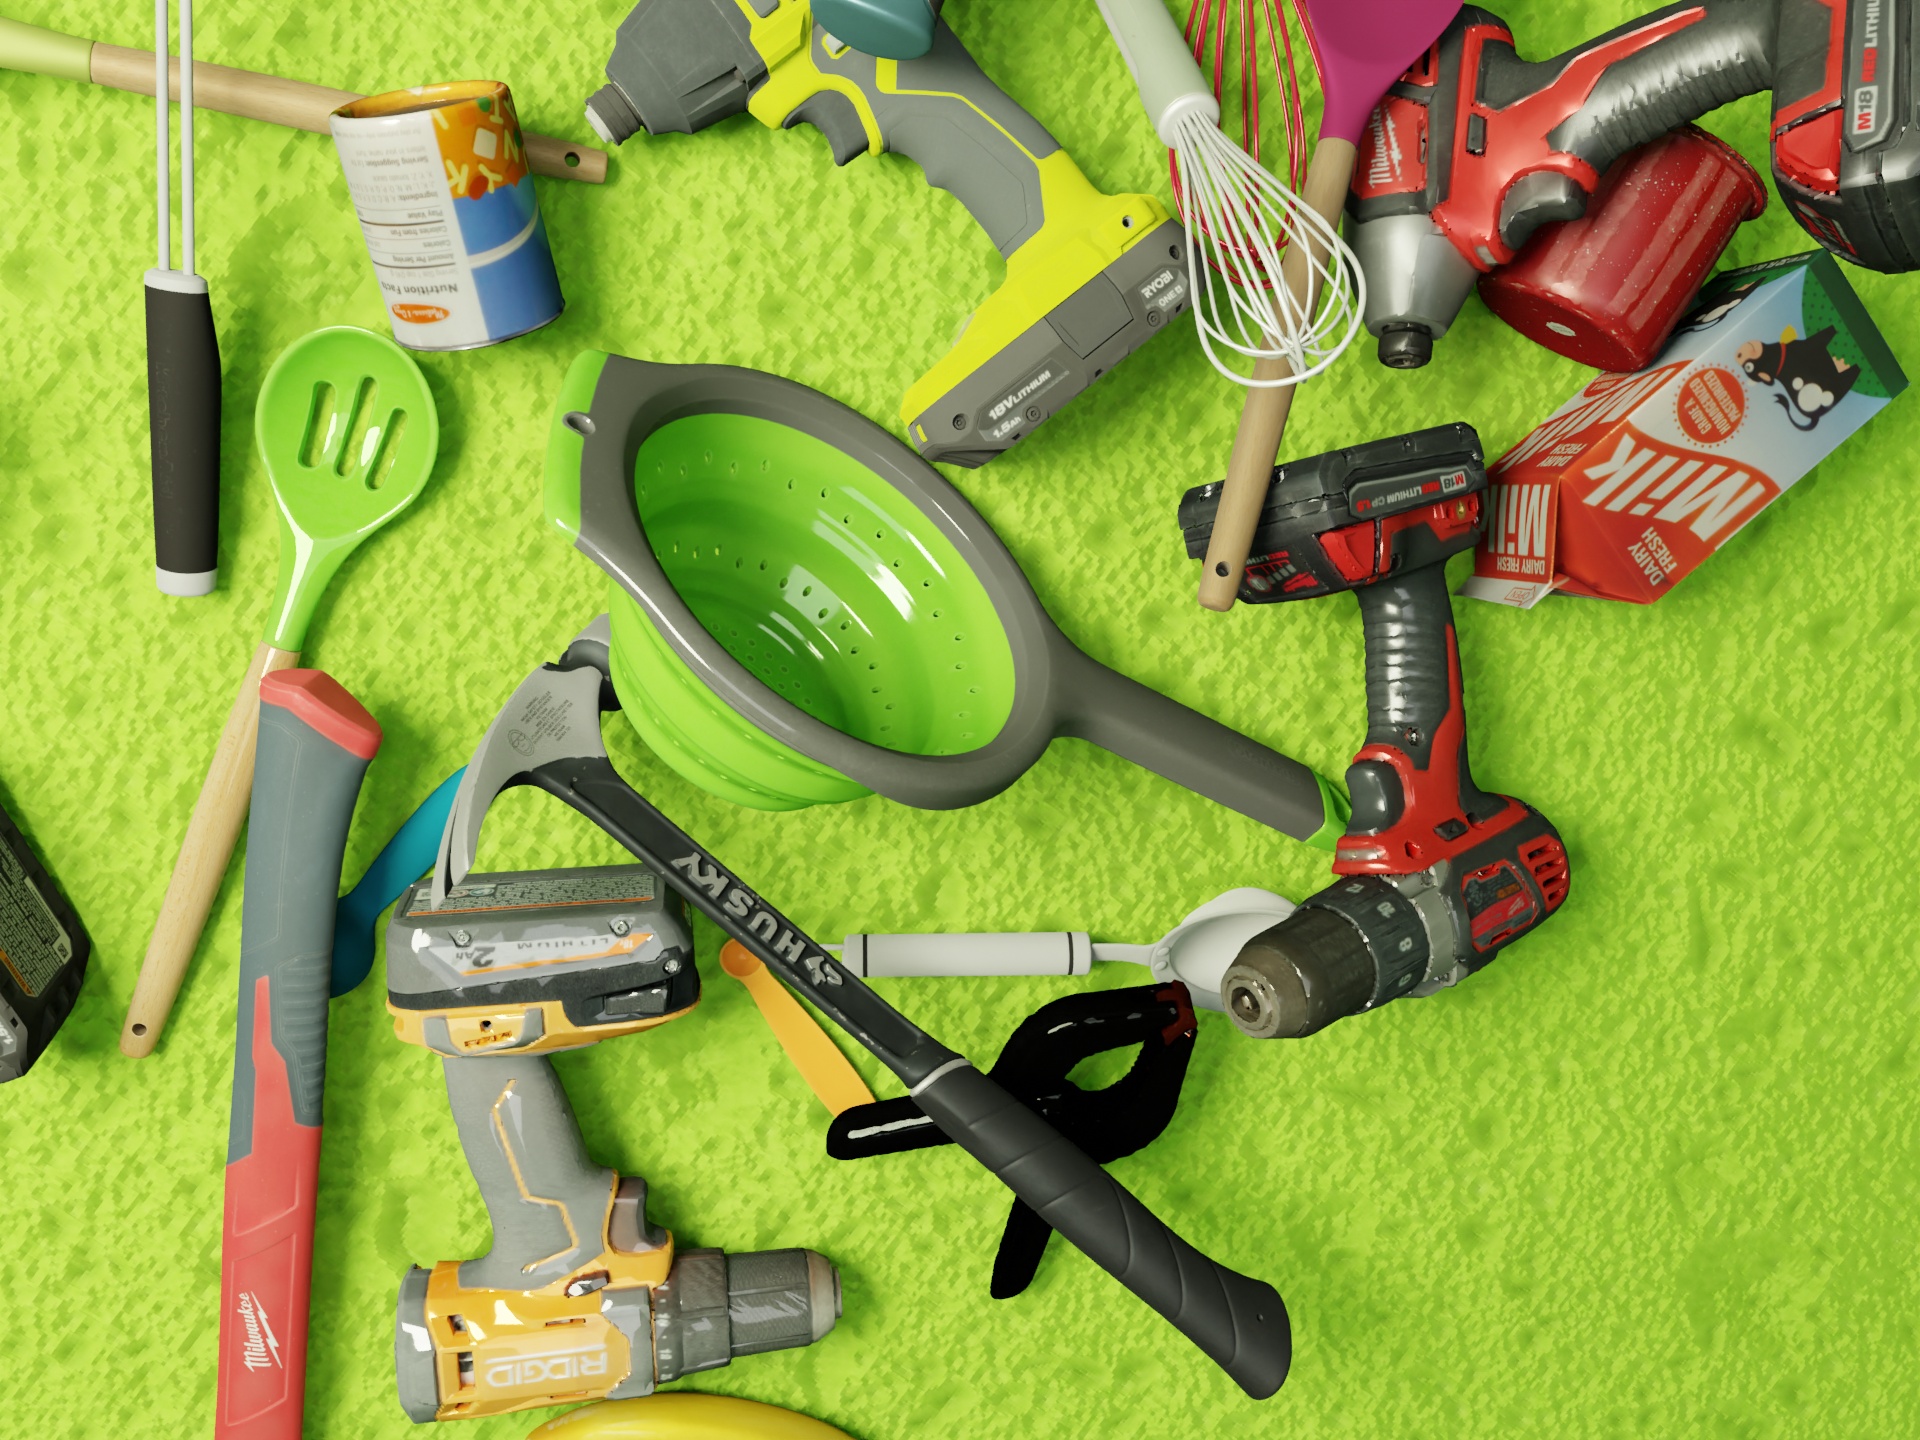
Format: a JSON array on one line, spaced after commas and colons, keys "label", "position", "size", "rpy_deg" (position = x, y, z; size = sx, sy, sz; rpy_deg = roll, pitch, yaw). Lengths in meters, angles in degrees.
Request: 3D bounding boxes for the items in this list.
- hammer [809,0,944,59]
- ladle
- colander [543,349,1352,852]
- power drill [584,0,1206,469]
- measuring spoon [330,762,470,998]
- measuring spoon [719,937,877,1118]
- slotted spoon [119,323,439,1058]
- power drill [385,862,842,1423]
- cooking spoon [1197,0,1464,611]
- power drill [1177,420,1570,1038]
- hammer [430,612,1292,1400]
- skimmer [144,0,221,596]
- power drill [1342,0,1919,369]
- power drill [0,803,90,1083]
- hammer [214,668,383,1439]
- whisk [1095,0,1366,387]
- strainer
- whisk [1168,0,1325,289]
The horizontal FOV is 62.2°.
[{"label": "hammer", "position": [0.055, -0.375, 0.594], "size": [0.128, 0.033, 0.331], "rpy_deg": [36, 79, -7]}, {"label": "ladle", "position": [-0.297, -0.242, 0.606], "size": [0.320, 0.062, 0.078], "rpy_deg": [7, 99, -16]}, {"label": "colander", "position": [-0.001, -0.002, 0.650], "size": [0.396, 0.205, 0.094], "rpy_deg": [25, 128, -26]}, {"label": "power drill", "position": [-0.023, -0.217, 0.630], "size": [0.171, 0.080, 0.223], "rpy_deg": [-39, 98, -3]}, {"label": "measuring spoon", "position": [-0.238, 0.066, 0.660], "size": [0.042, 0.021, 0.128], "rpy_deg": [42, 92, -12]}, {"label": "measuring spoon", "position": [-0.069, 0.141, 0.705], "size": [0.021, 0.011, 0.117], "rpy_deg": [-33, 105, 6]}, {"label": "slotted spoon", "position": [-0.285, -0.007, 0.642], "size": [0.070, 0.031, 0.314], "rpy_deg": [21, 96, -11]}, {"label": "power drill", "position": [-0.144, 0.178, 0.664], "size": [0.185, 0.084, 0.226], "rpy_deg": [-3, 102, -11]}, {"label": "cooking spoon", "position": [0.136, -0.194, 0.605], "size": [0.069, 0.017, 0.319], "rpy_deg": [15, 84, 4]}, {"label": "power drill", "position": [0.159, 0.006, 0.644], "size": [0.188, 0.080, 0.226], "rpy_deg": [-18, 96, -36]}, {"label": "hammer", "position": [-0.023, 0.131, 0.621], "size": [0.409, 0.149, 0.036], "rpy_deg": [41, 128, -7]}, {"label": "skimmer", "position": [-0.292, -0.210, 0.541], "size": [0.127, 0.090, 0.363], "rpy_deg": [16, 113, 16]}, {"label": "power drill", "position": [0.246, -0.210, 0.589], "size": [0.078, 0.220, 0.143], "rpy_deg": [14, 81, -49]}, {"label": "power drill", "position": [-0.467, 0.119, 0.604], "size": [0.228, 0.080, 0.190], "rpy_deg": [-23, 111, -3]}, {"label": "hammer", "position": [-0.293, 0.168, 0.642], "size": [0.143, 0.038, 0.386], "rpy_deg": [7, 102, -8]}, {"label": "whisk", "position": [0.088, -0.218, 0.596], "size": [0.059, 0.057, 0.247], "rpy_deg": [-27, 58, 17]}, {"label": "strainer", "position": [0.060, 0.100, 0.702], "size": [0.258, 0.050, 0.086], "rpy_deg": [0, 140, -3]}, {"label": "whisk", "position": [0.114, -0.324, 0.646], "size": [0.073, 0.073, 0.296], "rpy_deg": [-4, 92, -8]}]
